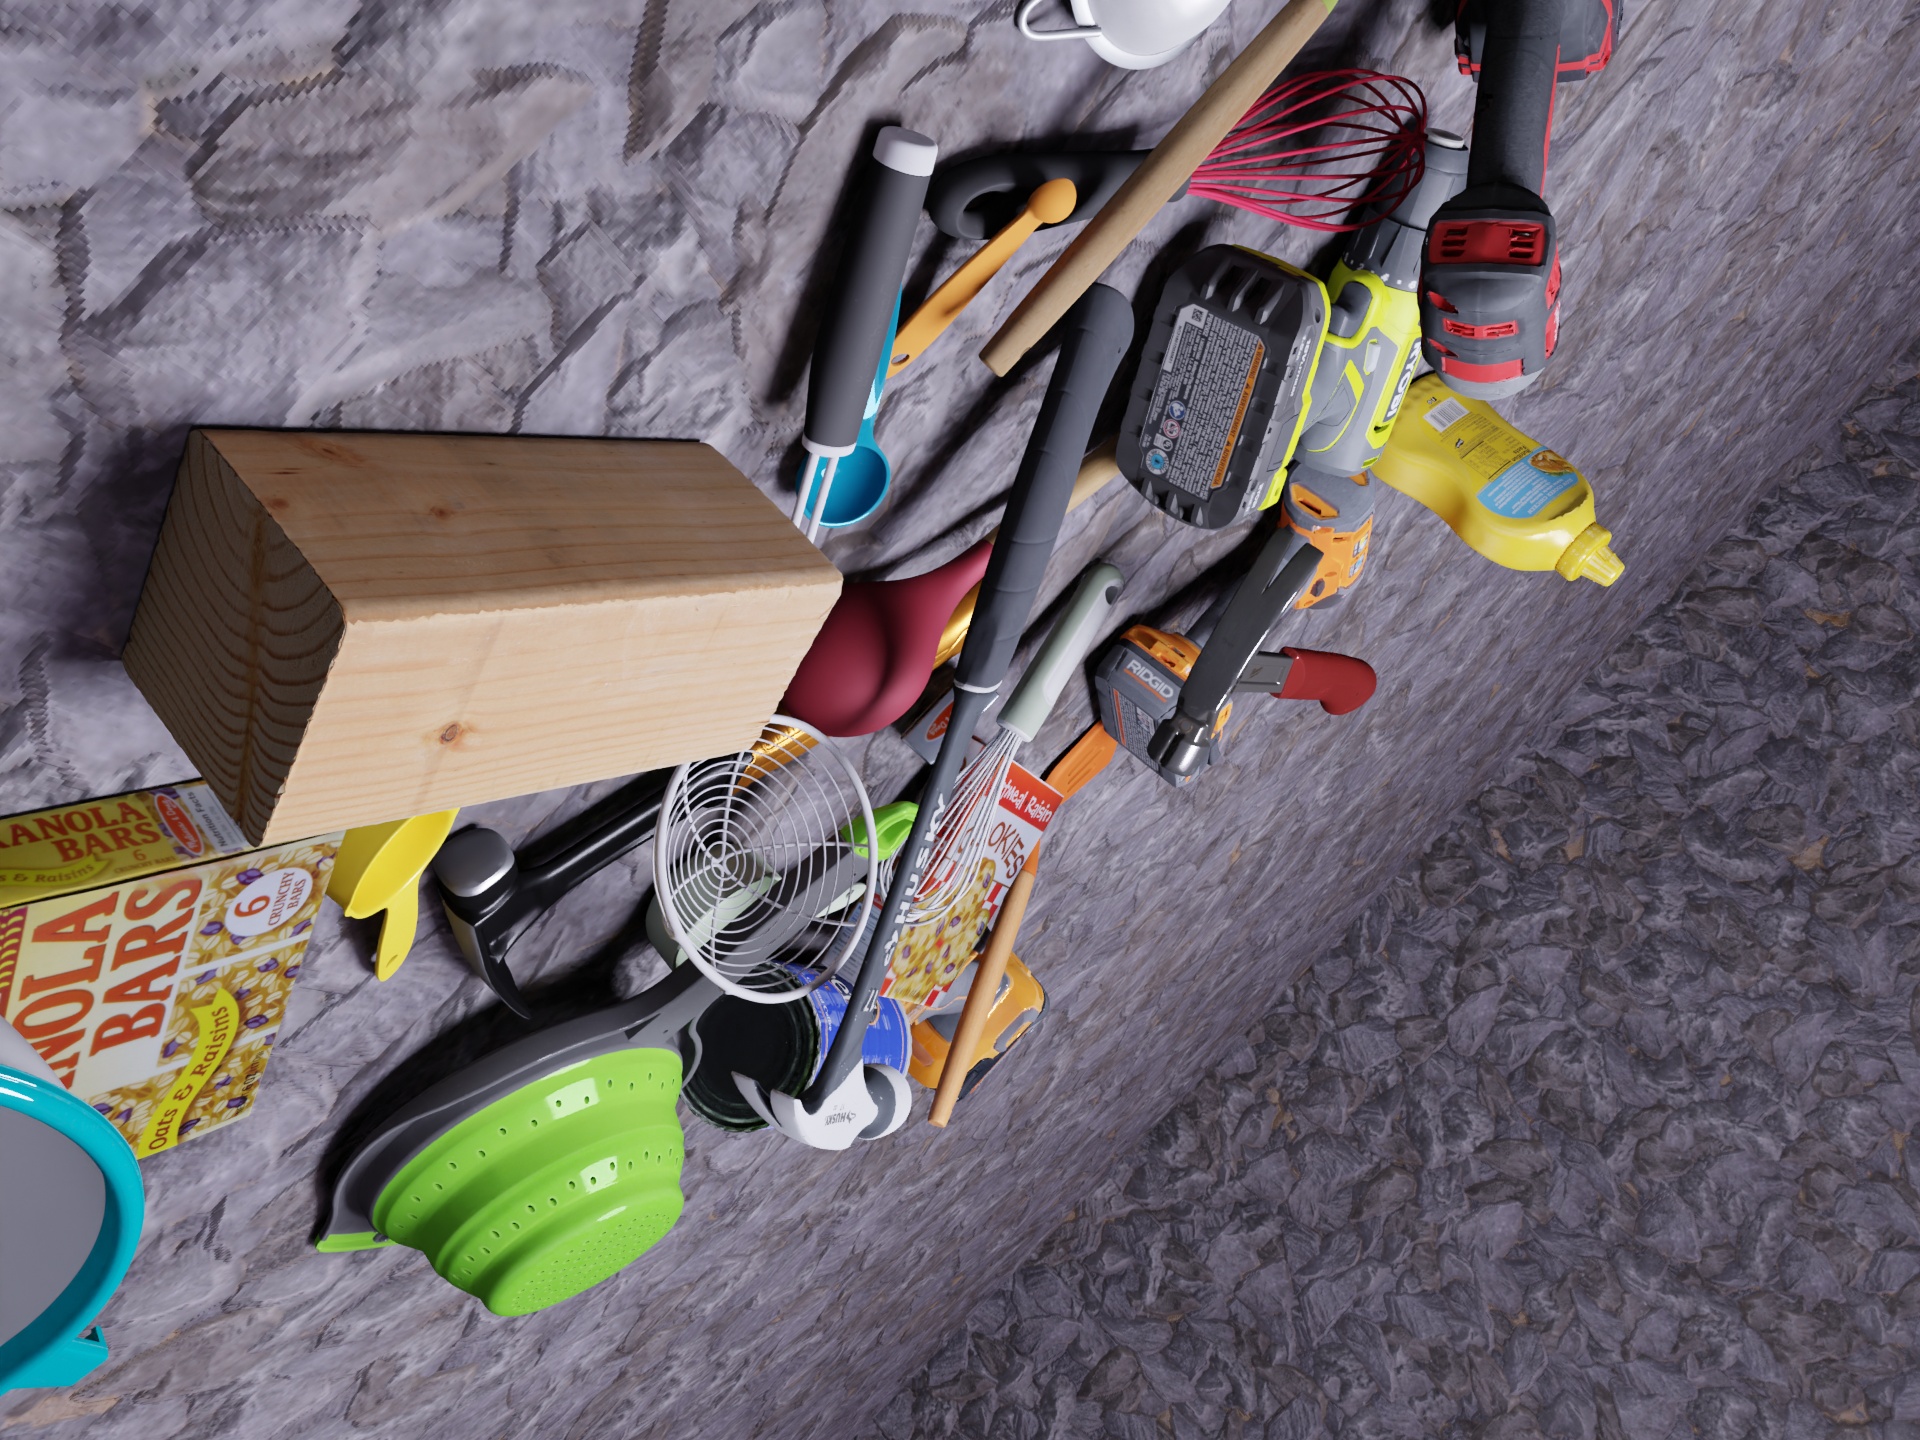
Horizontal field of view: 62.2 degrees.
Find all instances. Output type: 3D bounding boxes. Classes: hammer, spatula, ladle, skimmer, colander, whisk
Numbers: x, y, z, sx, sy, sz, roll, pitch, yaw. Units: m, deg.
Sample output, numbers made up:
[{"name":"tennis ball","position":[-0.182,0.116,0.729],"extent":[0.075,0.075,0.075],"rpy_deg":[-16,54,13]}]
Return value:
[{"name":"hammer","position":[-0.001,-0.002,0.717],"extent":[0.409,0.036,0.149],"rpy_deg":[-71,160,-3]},{"name":"spatula","position":[0.046,0.130,1.099],"extent":[0.081,0.041,0.323],"rpy_deg":[87,22,-60]},{"name":"ladle","position":[0.032,-0.097,0.804],"extent":[0.315,0.069,0.031],"rpy_deg":[-40,-174,-28]},{"name":"ladle","position":[0.128,-0.250,0.616],"extent":[0.320,0.062,0.078],"rpy_deg":[-47,177,6]},{"name":"hammer","position":[0.224,-0.039,1.039],"extent":[0.149,0.037,0.359],"rpy_deg":[-60,158,14]},{"name":"skimmer","position":[-0.048,-0.045,0.645],"extent":[0.127,0.090,0.363],"rpy_deg":[-20,139,-46]},{"name":"hammer","position":[-0.098,0.018,0.786],"extent":[0.337,0.034,0.127],"rpy_deg":[-34,154,-26]},{"name":"colander","position":[-0.153,0.194,0.824],"extent":[0.397,0.095,0.204],"rpy_deg":[-40,156,11]},{"name":"whisk","position":[0.028,0.012,0.932],"extent":[0.246,0.059,0.057],"rpy_deg":[-58,141,-6]},{"name":"whisk","position":[0.105,-0.238,0.685],"extent":[0.296,0.073,0.073],"rpy_deg":[-20,147,-34]}]

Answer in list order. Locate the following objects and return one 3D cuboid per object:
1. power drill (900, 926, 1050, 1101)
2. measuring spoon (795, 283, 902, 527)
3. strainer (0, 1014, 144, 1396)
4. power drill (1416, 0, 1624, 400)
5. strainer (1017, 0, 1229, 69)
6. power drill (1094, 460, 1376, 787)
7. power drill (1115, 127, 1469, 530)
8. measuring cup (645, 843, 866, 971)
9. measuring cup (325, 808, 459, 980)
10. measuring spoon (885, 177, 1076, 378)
[{"name":"power drill","position":[-0.035,0.222,1.176],"extent":[0.185,0.084,0.226],"rpy_deg":[-45,153,-2]},{"name":"measuring spoon","position":[-0.044,-0.138,0.648],"extent":[0.042,0.021,0.128],"rpy_deg":[-9,131,-28]},{"name":"strainer","position":[-0.331,0.081,0.408],"extent":[0.211,0.095,0.340],"rpy_deg":[-6,133,-35]},{"name":"power drill","position":[0.254,-0.260,0.732],"extent":[0.143,0.078,0.220],"rpy_deg":[34,65,-67]},{"name":"strainer","position":[0.128,-0.324,0.602],"extent":[0.258,0.050,0.086],"rpy_deg":[-42,143,-17]},{"name":"power drill","position":[0.197,-0.064,1.098],"extent":[0.226,0.084,0.164],"rpy_deg":[-46,157,-11]},{"name":"power drill","position":[0.187,-0.205,0.836],"extent":[0.228,0.080,0.190],"rpy_deg":[-30,144,-45]},{"name":"measuring cup","position":[-0.111,0.098,0.894],"extent":[0.083,0.038,0.167],"rpy_deg":[-55,157,21]},{"name":"measuring cup","position":[-0.239,0.069,0.649],"extent":[0.062,0.029,0.156],"rpy_deg":[-51,177,-35]},{"name":"measuring spoon","position":[0.004,-0.171,0.633],"extent":[0.117,0.011,0.021],"rpy_deg":[-39,157,32]}]
